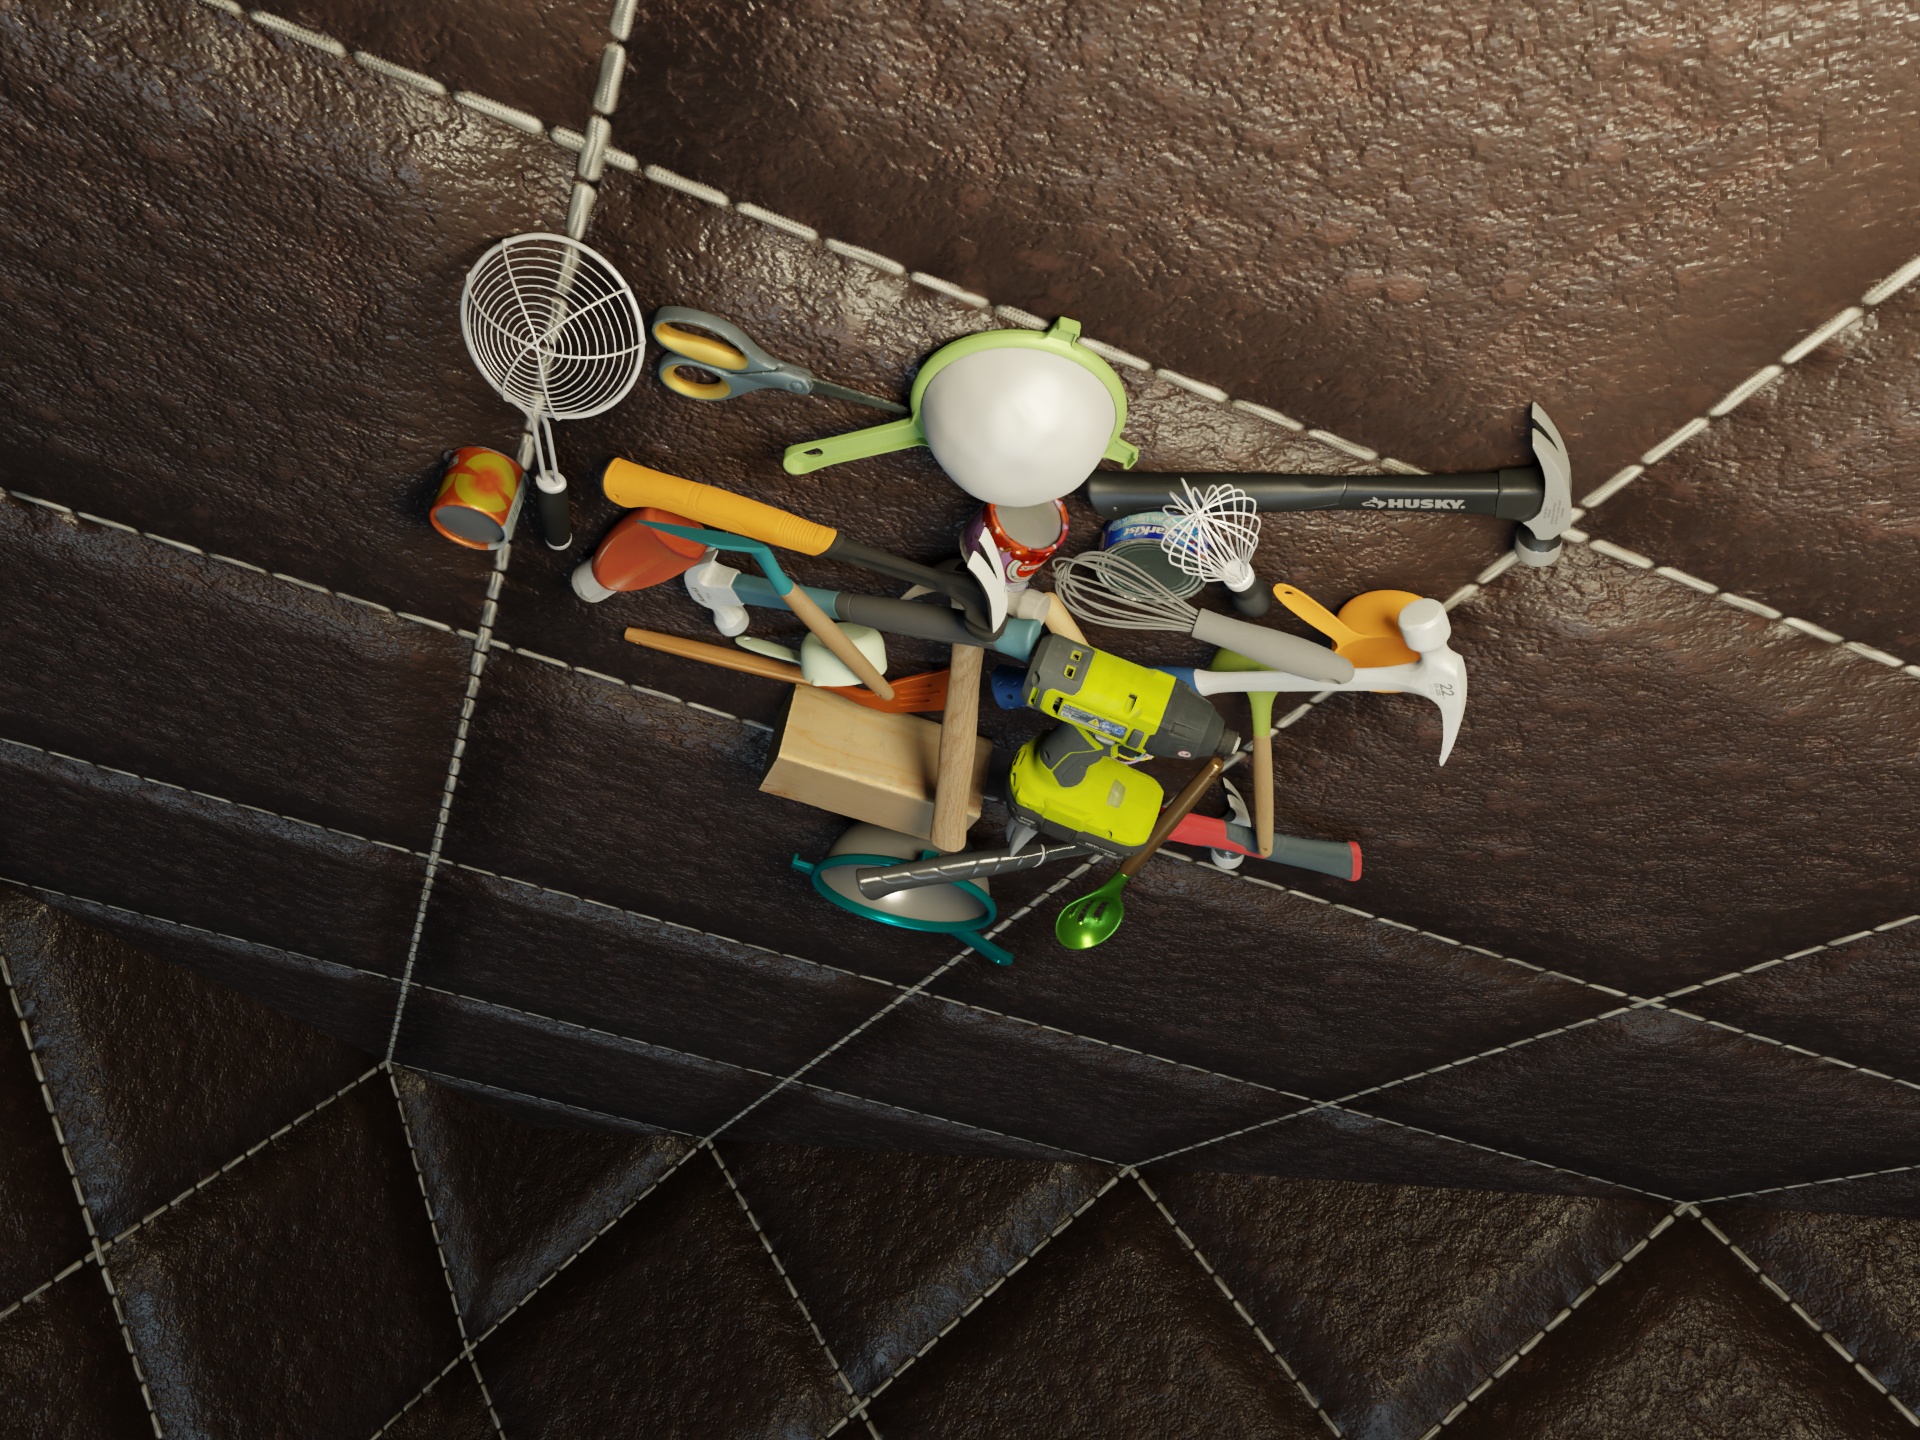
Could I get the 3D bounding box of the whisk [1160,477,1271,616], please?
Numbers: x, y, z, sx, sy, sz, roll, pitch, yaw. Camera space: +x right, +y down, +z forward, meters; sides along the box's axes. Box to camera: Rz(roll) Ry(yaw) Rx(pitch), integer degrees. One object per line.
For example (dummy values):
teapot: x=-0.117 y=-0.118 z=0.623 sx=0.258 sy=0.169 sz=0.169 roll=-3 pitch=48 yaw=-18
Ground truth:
whisk: x=0.196 y=-0.112 z=1.149 sx=0.070 sy=0.070 sz=0.284 roll=0 pitch=171 yaw=19

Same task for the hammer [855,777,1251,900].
hammer: x=0.097 y=0.134 z=1.620 sx=0.409 sy=0.036 sz=0.149 roll=-9 pitch=149 yaw=-3

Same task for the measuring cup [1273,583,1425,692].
measuring cup: x=0.307 y=-0.083 z=1.240 sx=0.173 sy=0.052 sz=0.095 roll=29 pitch=148 yaw=-28

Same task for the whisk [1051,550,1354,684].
whisk: x=0.178 y=-0.074 z=1.183 sx=0.239 sy=0.055 sz=0.055 roll=20 pitch=154 yaw=9

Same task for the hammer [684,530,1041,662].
hammer: x=-0.085 y=-0.092 z=1.316 sx=0.331 sy=0.033 sz=0.128 roll=11 pitch=154 yaw=24

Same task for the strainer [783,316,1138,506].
strainer: x=-0.011 y=-0.186 z=1.109 sx=0.256 sy=0.069 sz=0.151 roll=-8 pitch=148 yaw=20

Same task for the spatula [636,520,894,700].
spatula: x=-0.134 y=-0.084 z=1.267 sx=0.082 sy=0.044 sz=0.317 roll=19 pitch=164 yaw=34

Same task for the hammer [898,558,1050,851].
hammer: x=-0.002 y=-0.004 z=1.397 sx=0.130 sy=0.031 sz=0.331 roll=25 pitch=137 yaw=18

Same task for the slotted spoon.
slotted spoon: x=0.171 y=0.129 z=1.515 sx=0.070 sy=0.031 sz=0.313 roll=8 pitch=141 yaw=-21

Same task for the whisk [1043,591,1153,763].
whisk: x=0.126 y=-0.035 z=1.407 sx=0.047 sy=0.051 sz=0.244 roll=6 pitch=150 yaw=35

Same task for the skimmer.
skimmer: x=-0.301 y=-0.229 z=1.199 sx=0.127 sy=0.090 sz=0.363 roll=19 pitch=162 yaw=-5

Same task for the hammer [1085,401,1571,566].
hammer: x=0.255 y=-0.164 z=1.121 sx=0.335 sy=0.035 sz=0.146 roll=3 pitch=153 yaw=15

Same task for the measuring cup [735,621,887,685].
measuring cup: x=-0.141 y=-0.071 z=1.428 sx=0.168 sy=0.083 sz=0.038 roll=15 pitch=120 yaw=32

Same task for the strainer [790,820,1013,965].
strainer: x=-0.023 y=0.187 z=1.829 sx=0.211 sy=0.095 sz=0.340 roll=-5 pitch=151 yaw=33

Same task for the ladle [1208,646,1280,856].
ladle: x=0.267 y=0.036 z=1.418 sx=0.078 sy=0.062 sz=0.319 roll=8 pitch=143 yaw=18

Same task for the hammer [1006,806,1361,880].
hammer: x=0.234 y=0.118 z=1.566 sx=0.386 sy=0.038 sz=0.143 roll=14 pitch=138 yaw=-28

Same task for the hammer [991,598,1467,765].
hammer: x=0.205 y=-0.026 z=1.284 sx=0.405 sy=0.035 sz=0.143 roll=0 pitch=135 yaw=35

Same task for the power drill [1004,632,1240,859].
power drill: x=0.124 y=0.027 z=1.309 sx=0.171 sy=0.080 sz=0.223 roll=22 pitch=152 yaw=4

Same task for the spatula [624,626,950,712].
spatula: x=-0.157 y=-0.052 z=1.497 sx=0.322 sy=0.041 sz=0.081 roll=14 pitch=153 yaw=3

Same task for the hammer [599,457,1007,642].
hammer: x=-0.125 y=-0.145 z=1.212 sx=0.337 sy=0.034 sz=0.127 roll=18 pitch=160 yaw=13
